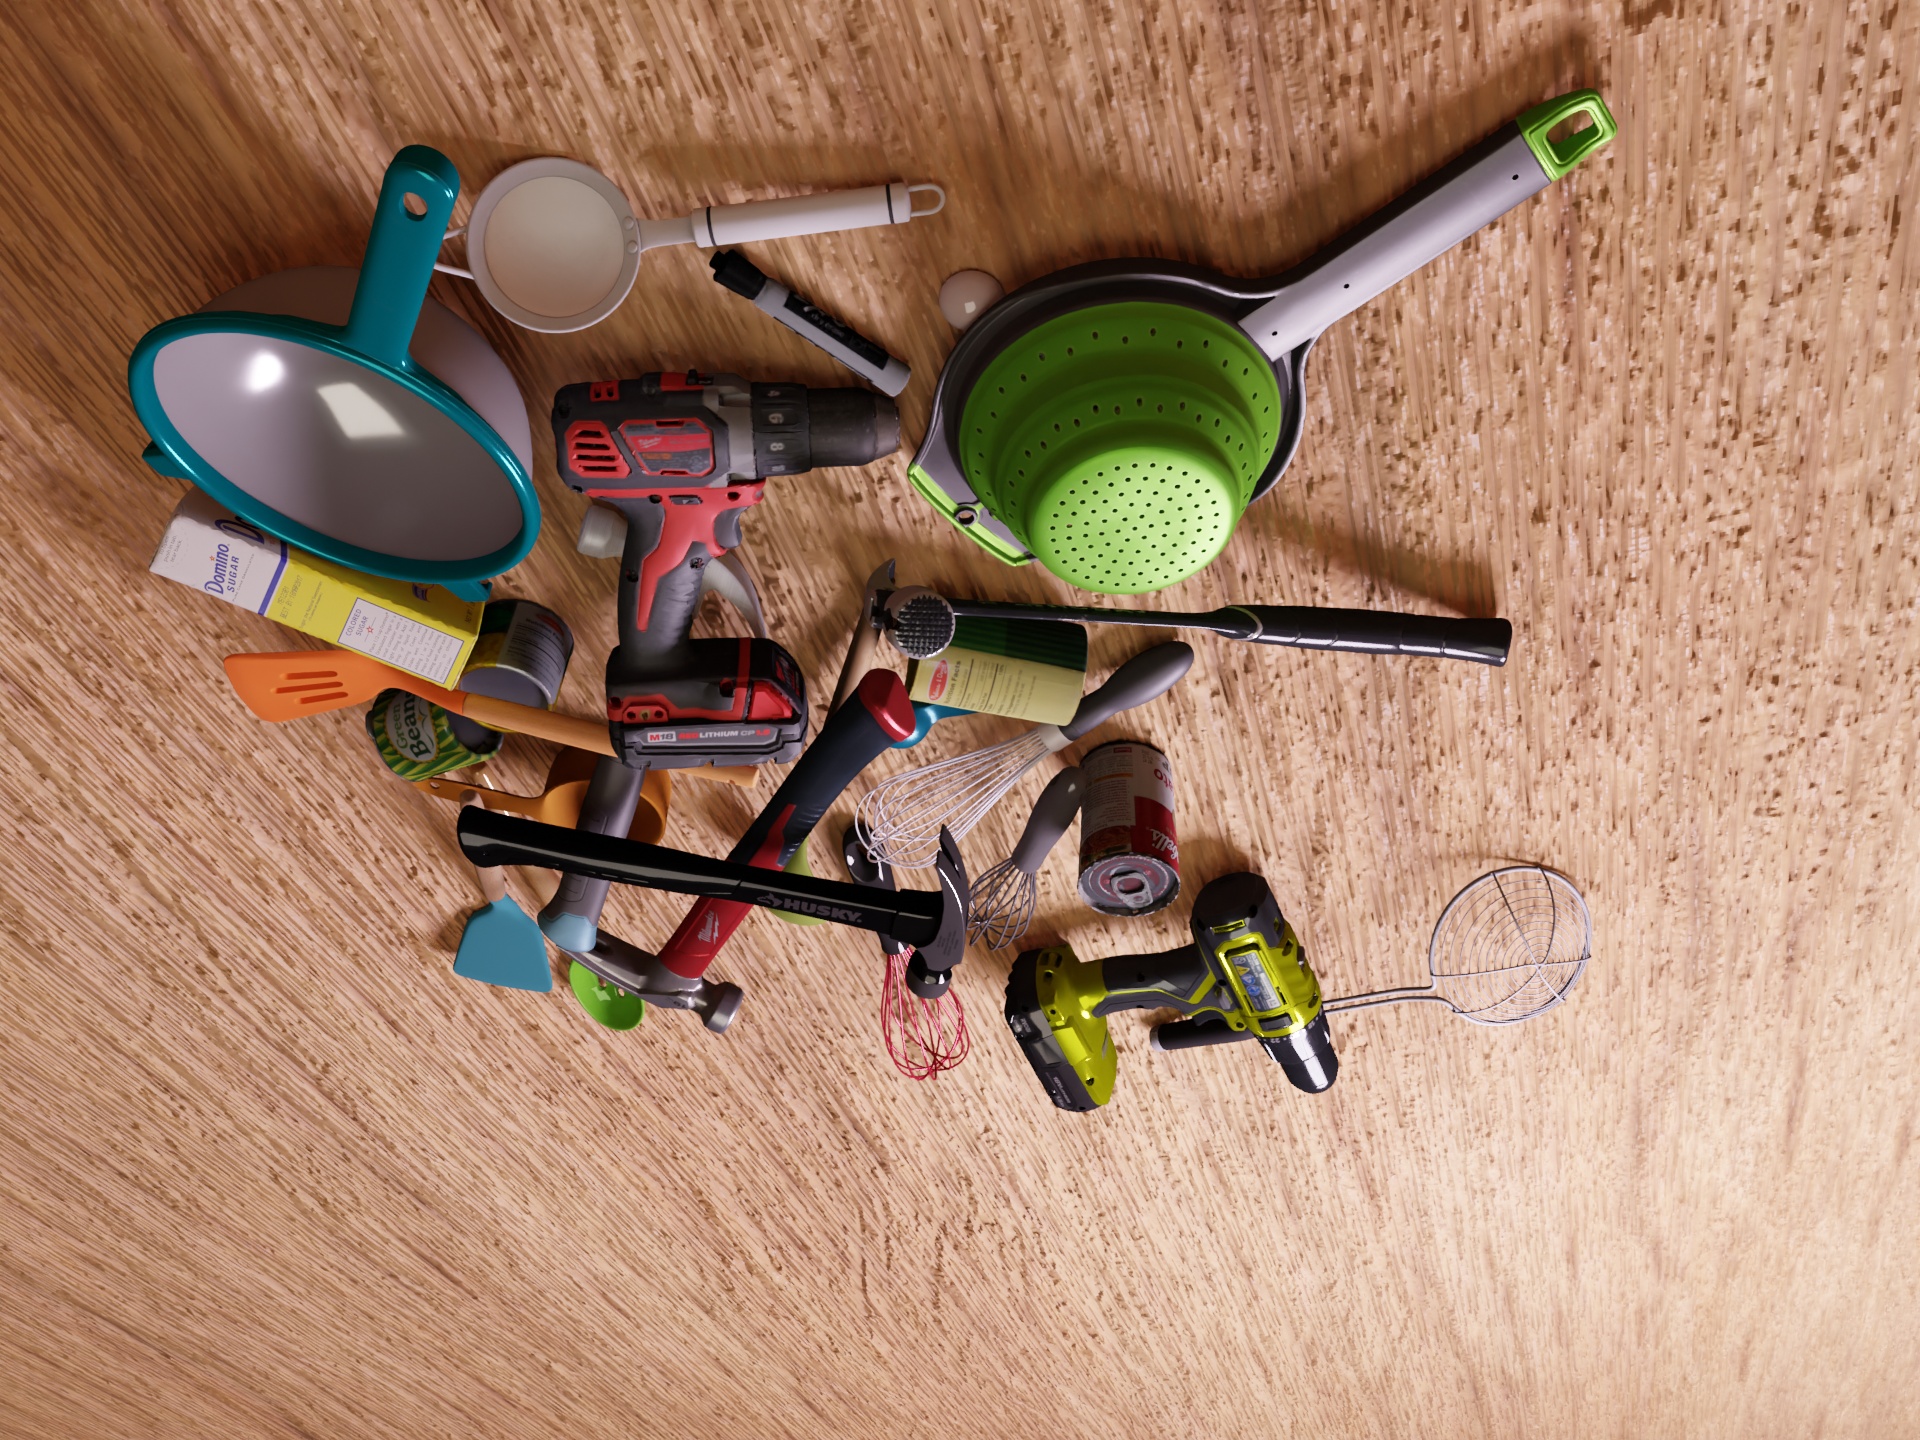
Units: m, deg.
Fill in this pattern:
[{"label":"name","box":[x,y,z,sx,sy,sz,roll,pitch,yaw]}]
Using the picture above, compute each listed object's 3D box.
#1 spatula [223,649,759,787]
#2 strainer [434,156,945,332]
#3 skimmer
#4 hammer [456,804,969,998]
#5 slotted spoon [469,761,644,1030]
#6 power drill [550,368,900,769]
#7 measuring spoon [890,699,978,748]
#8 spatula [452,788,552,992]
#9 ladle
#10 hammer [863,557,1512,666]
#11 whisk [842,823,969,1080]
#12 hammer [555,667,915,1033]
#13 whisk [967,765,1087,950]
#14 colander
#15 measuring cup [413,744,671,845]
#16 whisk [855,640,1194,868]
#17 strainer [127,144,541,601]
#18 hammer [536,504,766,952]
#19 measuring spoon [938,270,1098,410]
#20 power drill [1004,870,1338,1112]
[{"label":"spatula","box":[-0.283,0.004,0.976,0.322,0.041,0.081,14,151,2]},{"label":"strainer","box":[-0.135,-0.244,0.796,0.258,0.050,0.087,-6,93,3]},{"label":"skimmer","box":[0.312,0.205,1.261,0.363,0.090,0.127,-20,113,38]},{"label":"hammer","box":[-0.157,0.099,1.028,0.334,0.035,0.146,11,135,-3]},{"label":"slotted spoon","box":[-0.313,0.141,1.236,0.070,0.031,0.313,6,138,20]},{"label":"power drill","box":[-0.127,-0.089,0.910,0.188,0.080,0.226,-3,120,-5]},{"label":"measuring spoon","box":[-0.002,-0.003,1.062,0.128,0.021,0.042,-13,135,19]},{"label":"spatula","box":[-0.351,0.130,1.186,0.082,0.044,0.317,12,152,-4]},{"label":"ladle","box":[-0.084,0.025,1.087,0.062,0.078,0.320,-21,145,-41]},{"label":"hammer","box":[0.141,-0.057,0.930,0.408,0.149,0.036,2,103,-16]},{"label":"whisk","box":[-0.047,0.189,1.254,0.073,0.073,0.295,-6,131,10]},{"label":"hammer","box":[-0.149,0.085,1.072,0.143,0.038,0.386,29,132,-11]},{"label":"whisk","box":[0.045,0.100,1.130,0.055,0.055,0.238,12,144,-9]},{"label":"colander","box":[0.149,-0.171,0.808,0.397,0.095,0.204,-30,133,29]},{"label":"measuring cup","box":[-0.288,0.042,1.111,0.173,0.052,0.095,11,137,-6]},{"label":"whisk","box":[0.041,0.024,1.070,0.284,0.070,0.070,-32,127,27]},{"label":"strainer","box":[-0.283,-0.191,0.788,0.211,0.095,0.340,24,149,-19]},{"label":"hammer","box":[-0.219,0.021,1.035,0.128,0.033,0.330,15,120,-16]},{"label":"measuring spoon","box":[0.038,-0.195,0.854,0.124,0.018,0.034,34,129,-29]},{"label":"power drill","box":[0.168,0.229,1.235,0.228,0.080,0.190,-19,113,23]}]
